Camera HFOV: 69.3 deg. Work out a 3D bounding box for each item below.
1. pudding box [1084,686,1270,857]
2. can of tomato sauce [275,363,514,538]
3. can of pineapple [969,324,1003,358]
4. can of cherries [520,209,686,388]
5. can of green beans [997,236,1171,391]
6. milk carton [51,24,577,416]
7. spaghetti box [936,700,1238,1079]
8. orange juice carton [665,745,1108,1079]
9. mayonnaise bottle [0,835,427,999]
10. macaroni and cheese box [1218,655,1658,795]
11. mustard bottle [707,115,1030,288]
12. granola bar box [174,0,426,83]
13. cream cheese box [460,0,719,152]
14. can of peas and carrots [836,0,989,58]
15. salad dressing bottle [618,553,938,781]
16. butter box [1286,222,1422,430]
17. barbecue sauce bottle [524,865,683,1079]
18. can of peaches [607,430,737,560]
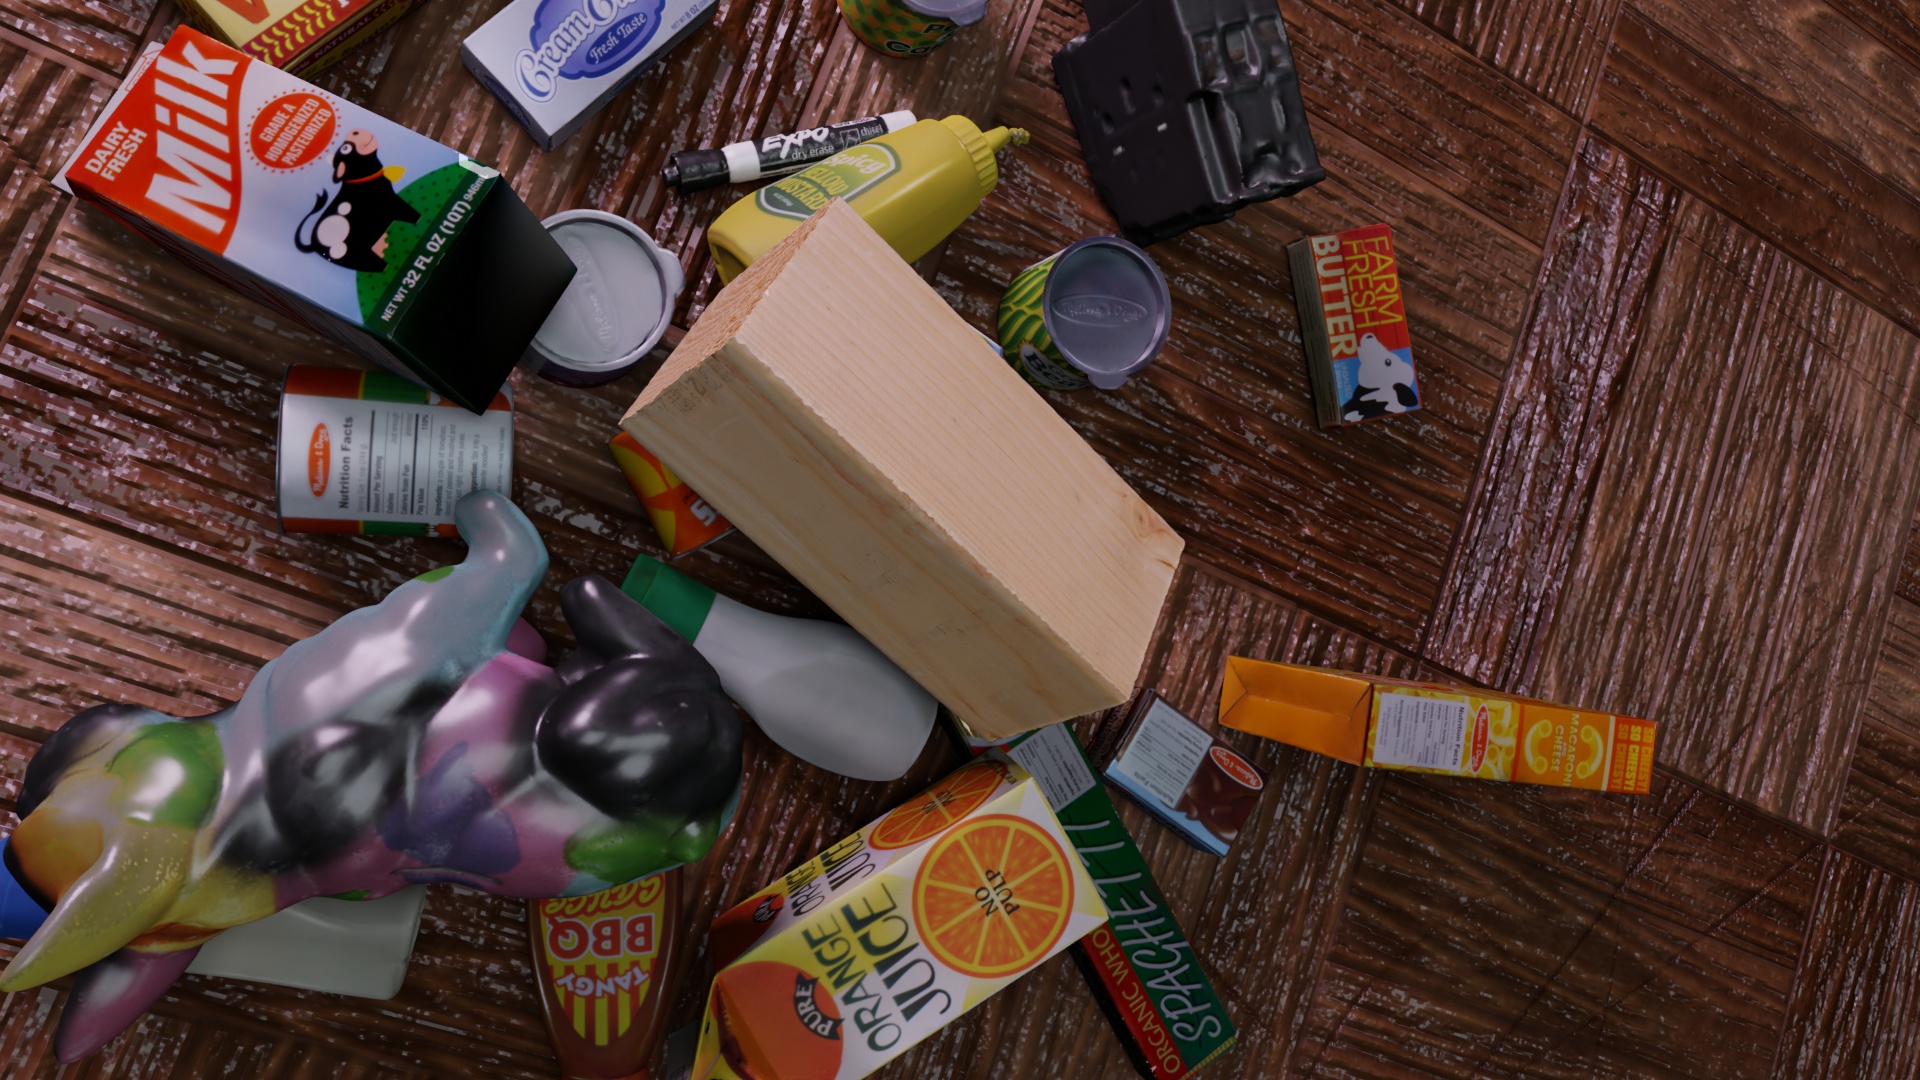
[{"bbox_3d":[0.106,0.115,0.690,0.083,0.030,0.050,36,76,-16],"label":"pudding box"},{"bbox_3d":[-0.224,-0.035,0.554,0.083,0.071,0.071,2,88,-21],"label":"can of tomato sauce"},{"bbox_3d":[-0.024,-0.075,0.628,0.058,0.071,0.071,34,78,-16],"label":"can of pineapple"},{"bbox_3d":[-0.155,-0.100,0.585,0.071,0.058,0.071,1,87,-20],"label":"can of cherries"},{"bbox_3d":[0.058,-0.107,0.664,0.071,0.058,0.071,1,88,-21],"label":"can of green beans"},{"bbox_3d":[-0.251,-0.126,0.520,0.191,0.073,0.072,25,78,13],"label":"milk carton"},{"bbox_3d":[0.056,0.151,0.671,0.050,0.028,0.249,-31,99,-18],"label":"spaghetti box"},{"bbox_3d":[-0.041,0.173,0.596,0.193,0.072,0.073,-30,98,-9],"label":"orange juice carton"},{"bbox_3d":[-0.285,0.141,0.528,0.148,0.065,0.041,12,93,-16],"label":"mayonnaise bottle"},{"bbox_3d":[0.232,0.091,0.688,0.167,0.123,0.040,9,89,-20],"label":"macaroni and cheese box"},{"bbox_3d":[-0.034,-0.154,0.627,0.161,0.065,0.048,-34,135,-20],"label":"mustard bottle"},{"bbox_3d":[-0.257,-0.277,0.562,0.166,0.039,0.124,-45,103,-16],"label":"granola bar box"},{"bbox_3d":[-0.160,-0.223,0.605,0.053,0.024,0.104,47,74,-12],"label":"cream cheese box"},{"bbox_3d":[-0.018,-0.261,0.640,0.071,0.058,0.071,0,89,-21],"label":"can of peas and carrots"},{"bbox_3d":[-0.083,0.055,0.611,0.147,0.044,0.064,29,113,-13],"label":"salad dressing bottle"},{"bbox_3d":[0.209,-0.114,0.739,0.053,0.024,0.103,-12,92,-20],"label":"butter box"},{"bbox_3d":[-0.150,0.184,0.585,0.065,0.043,0.148,0,89,-11],"label":"barbecue sauce bottle"},{"bbox_3d":[-0.108,-0.033,0.593,0.071,0.071,0.058,-31,98,-18],"label":"can of peaches"}]
